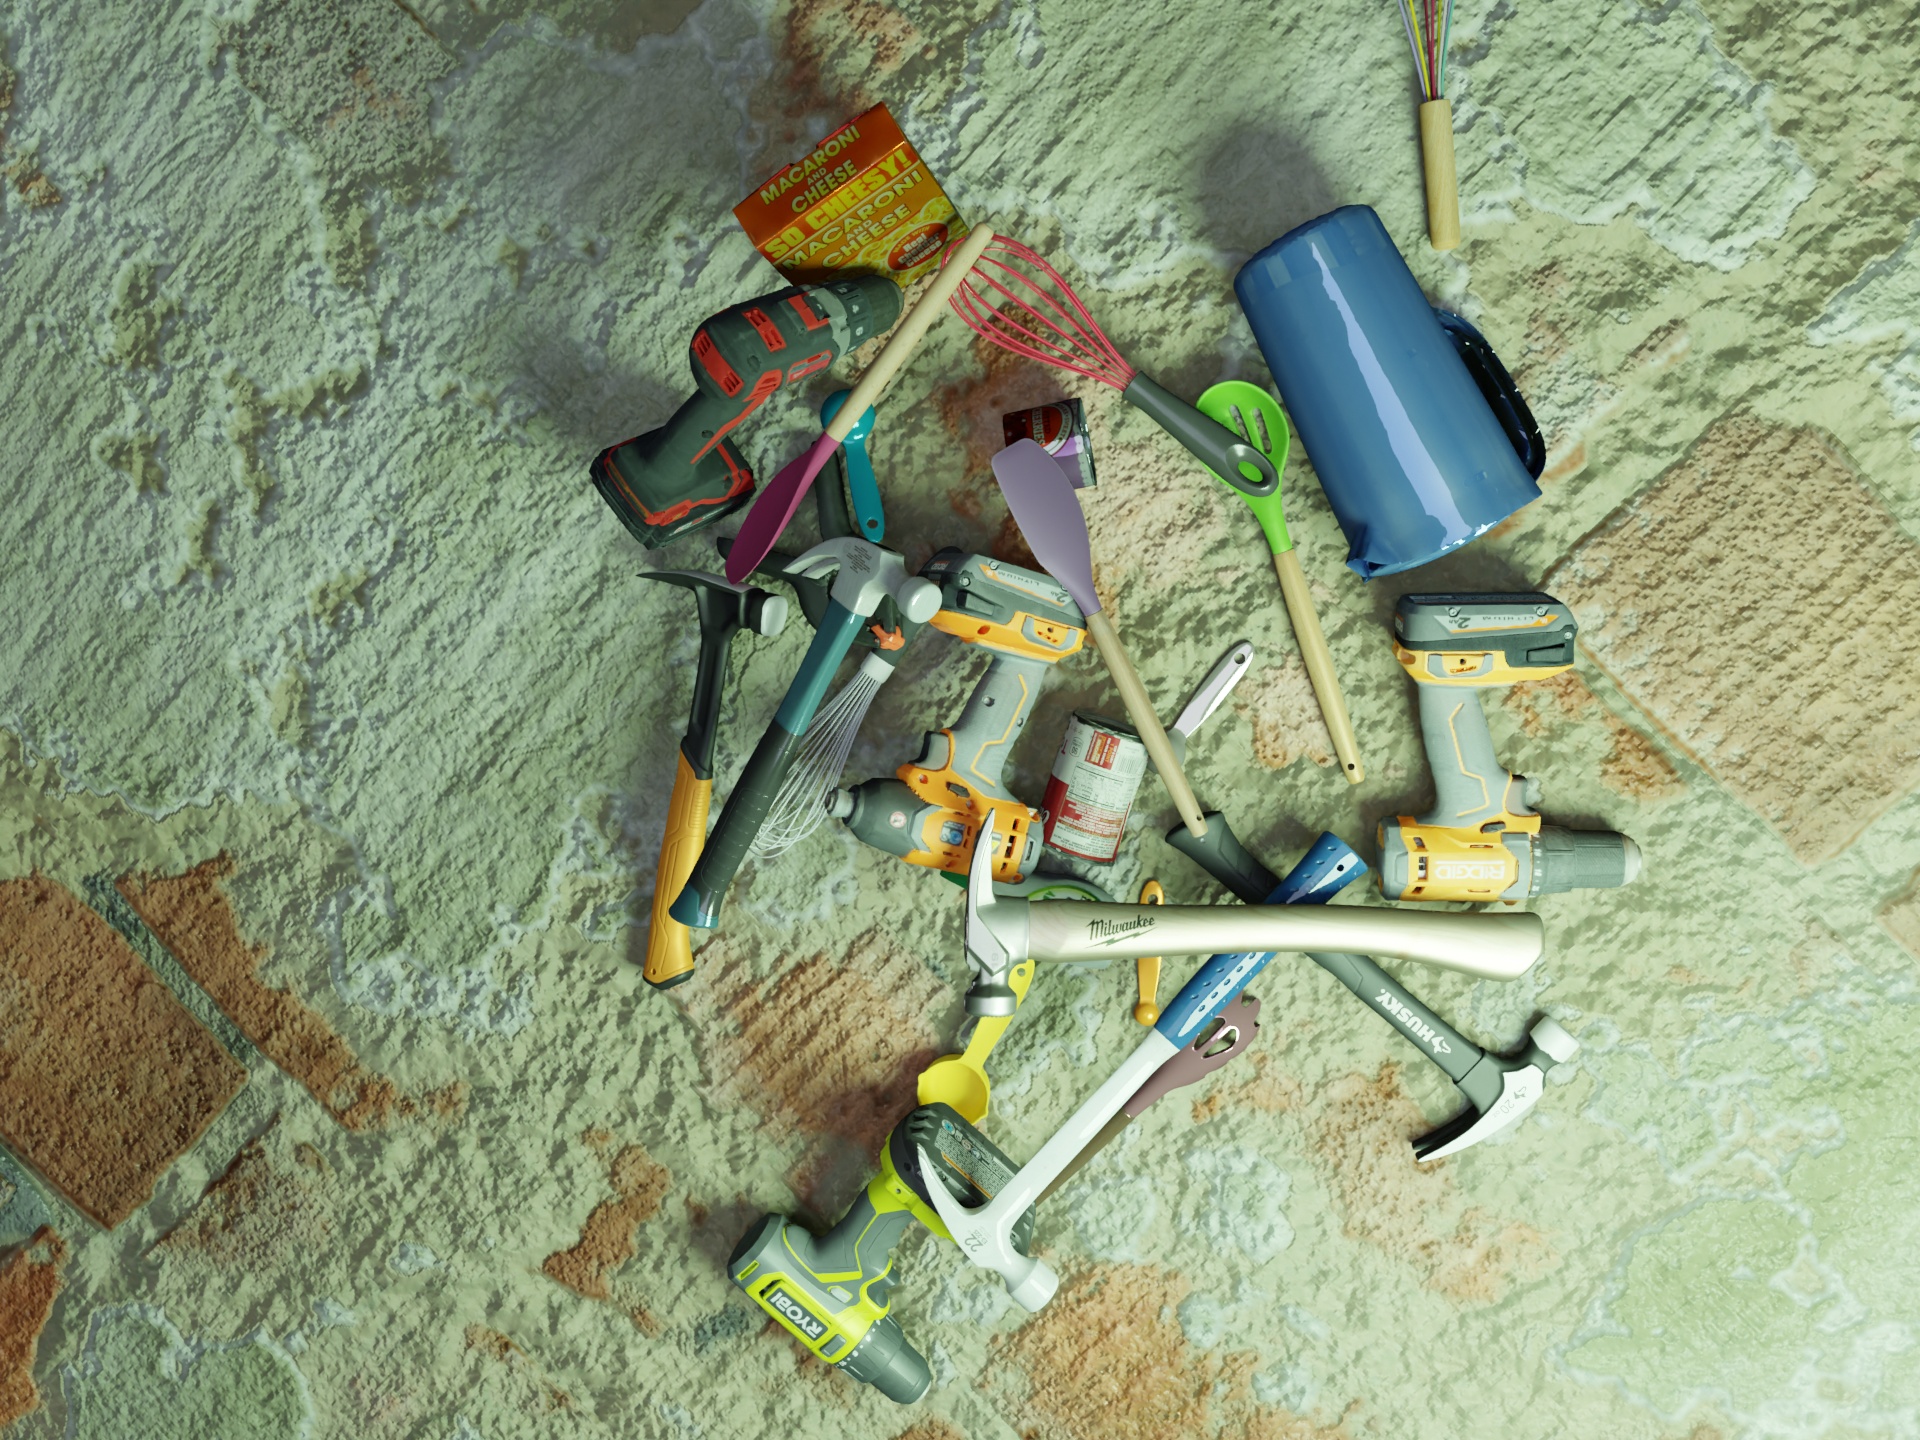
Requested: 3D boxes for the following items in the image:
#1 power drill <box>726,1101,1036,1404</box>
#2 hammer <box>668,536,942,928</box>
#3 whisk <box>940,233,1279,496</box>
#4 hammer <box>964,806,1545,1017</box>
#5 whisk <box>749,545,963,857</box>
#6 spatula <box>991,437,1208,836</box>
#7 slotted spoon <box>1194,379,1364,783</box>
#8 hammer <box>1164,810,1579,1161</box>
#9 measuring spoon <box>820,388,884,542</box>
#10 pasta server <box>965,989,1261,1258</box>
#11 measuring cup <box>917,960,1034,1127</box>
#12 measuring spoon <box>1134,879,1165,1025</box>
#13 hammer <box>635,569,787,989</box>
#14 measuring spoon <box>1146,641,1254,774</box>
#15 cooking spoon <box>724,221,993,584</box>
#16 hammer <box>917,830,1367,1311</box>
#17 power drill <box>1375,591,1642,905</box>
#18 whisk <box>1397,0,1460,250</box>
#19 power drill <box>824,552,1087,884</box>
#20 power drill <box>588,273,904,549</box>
[{"bbox_3d":[-0.048,0.427,1.253,0.190,0.080,0.228,43,111,-5],"label":"power drill"},{"bbox_3d":[-0.130,0.016,1.160,0.128,0.033,0.331,41,110,37],"label":"hammer"},{"bbox_3d":[0.108,-0.254,1.148,0.296,0.073,0.073,37,101,4],"label":"whisk"},{"bbox_3d":[0.208,0.139,1.128,0.410,0.038,0.146,1,88,-3],"label":"hammer"},{"bbox_3d":[-0.081,-0.014,1.220,0.070,0.070,0.284,35,96,2],"label":"whisk"},{"bbox_3d":[0.108,-0.056,1.144,0.060,0.018,0.316,-33,101,-32],"label":"spatula"},{"bbox_3d":[0.244,-0.100,1.177,0.070,0.031,0.313,-17,97,23],"label":"slotted spoon"},{"bbox_3d":[0.290,0.189,1.204,0.335,0.035,0.146,40,100,1],"label":"hammer"},{"bbox_3d":[-0.076,-0.193,1.186,0.042,0.021,0.129,-11,72,-7],"label":"measuring spoon"},{"bbox_3d":[0.114,0.321,1.253,0.060,0.040,0.316,44,105,0],"label":"pasta server"},{"bbox_3d":[0.019,0.250,1.256,0.062,0.029,0.156,29,98,3],"label":"measuring cup"},{"bbox_3d":[0.147,0.182,1.235,0.021,0.011,0.117,3,98,8],"label":"measuring spoon"},{"bbox_3d":[-0.217,0.050,1.247,0.127,0.034,0.336,18,105,28],"label":"hammer"},{"bbox_3d":[0.181,-0.009,1.201,0.034,0.018,0.124,38,100,2],"label":"measuring spoon"},{"bbox_3d":[-0.077,-0.227,1.155,0.017,0.069,0.319,29,107,-31],"label":"cooking spoon"},{"bbox_3d":[0.139,0.236,1.161,0.144,0.035,0.405,44,88,-3],"label":"hammer"},{"bbox_3d":[0.397,0.024,1.147,0.185,0.084,0.226,0,102,8],"label":"power drill"},{"bbox_3d":[0.332,-0.455,1.112,0.051,0.047,0.245,-4,101,21],"label":"whisk"},{"bbox_3d":[-0.002,-0.004,1.157,0.164,0.084,0.226,14,90,-24],"label":"power drill"},{"bbox_3d":[-0.148,-0.231,1.137,0.080,0.188,0.226,53,135,1],"label":"power drill"}]
